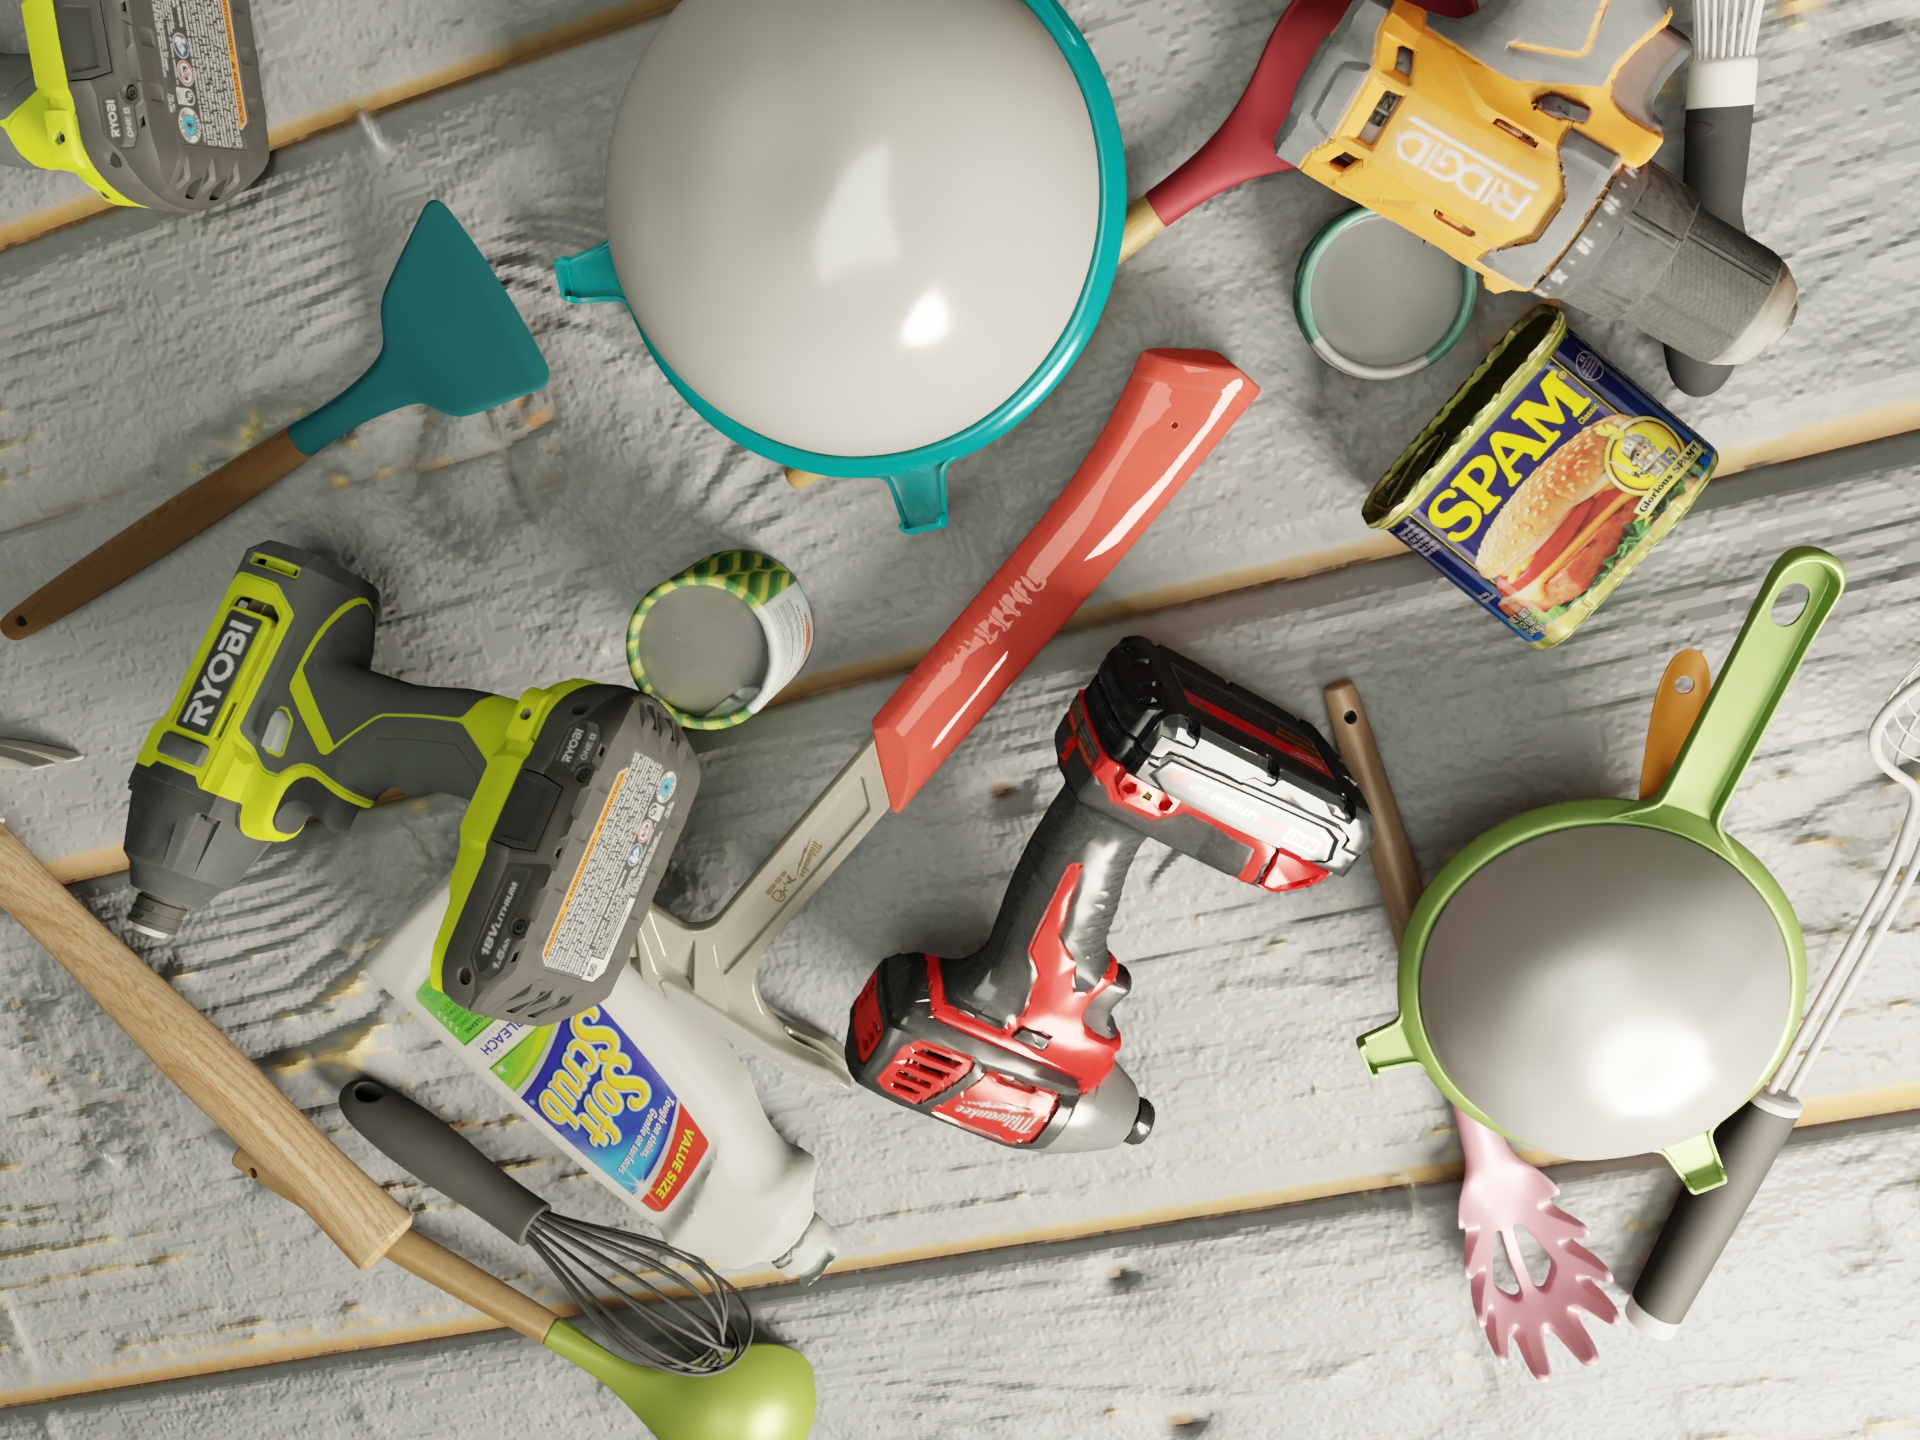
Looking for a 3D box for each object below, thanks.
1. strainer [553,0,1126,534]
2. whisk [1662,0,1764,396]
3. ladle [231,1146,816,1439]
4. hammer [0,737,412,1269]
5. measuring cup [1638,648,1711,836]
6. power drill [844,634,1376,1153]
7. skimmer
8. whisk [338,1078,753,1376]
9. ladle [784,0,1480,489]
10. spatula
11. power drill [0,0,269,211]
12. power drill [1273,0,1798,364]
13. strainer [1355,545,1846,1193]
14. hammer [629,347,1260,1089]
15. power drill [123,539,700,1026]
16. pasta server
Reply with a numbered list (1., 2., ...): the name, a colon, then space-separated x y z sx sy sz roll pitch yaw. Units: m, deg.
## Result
1. strainer: -0.017 -0.245 0.565 0.211 0.095 0.340 35 108 7
2. whisk: 0.266 -0.255 0.552 0.070 0.070 0.284 -1 110 10
3. ladle: -0.220 0.283 0.793 0.320 0.062 0.078 25 115 9
4. hammer: -0.391 0.137 0.767 0.331 0.031 0.130 44 106 1
5. measuring cup: 0.270 0.052 0.635 0.095 0.052 0.173 6 104 8
6. power drill: 0.062 0.088 0.657 0.143 0.079 0.219 26 112 -18
7. skimmer: 0.360 0.114 0.615 0.127 0.090 0.363 14 109 -12
8. whisk: -0.201 0.236 0.756 0.239 0.055 0.055 29 108 14
9. ladle: 0.055 -0.181 0.619 0.315 0.031 0.069 -33 95 18
10. spatula: -0.313 -0.109 0.692 0.317 0.044 0.082 -27 103 16
11. power drill: -0.412 -0.288 0.643 0.228 0.080 0.190 1 106 12
12. power drill: 0.232 -0.235 0.499 0.185 0.084 0.226 30 125 0
13. strainer: 0.259 0.062 0.574 0.151 0.069 0.256 20 109 4
14. hammer: -0.001 -0.002 0.665 0.149 0.037 0.359 36 105 -18
15. power drill: -0.235 0.034 0.651 0.223 0.080 0.171 17 79 21
16. pasta server: 0.209 0.132 0.675 0.060 0.040 0.316 -20 100 2
